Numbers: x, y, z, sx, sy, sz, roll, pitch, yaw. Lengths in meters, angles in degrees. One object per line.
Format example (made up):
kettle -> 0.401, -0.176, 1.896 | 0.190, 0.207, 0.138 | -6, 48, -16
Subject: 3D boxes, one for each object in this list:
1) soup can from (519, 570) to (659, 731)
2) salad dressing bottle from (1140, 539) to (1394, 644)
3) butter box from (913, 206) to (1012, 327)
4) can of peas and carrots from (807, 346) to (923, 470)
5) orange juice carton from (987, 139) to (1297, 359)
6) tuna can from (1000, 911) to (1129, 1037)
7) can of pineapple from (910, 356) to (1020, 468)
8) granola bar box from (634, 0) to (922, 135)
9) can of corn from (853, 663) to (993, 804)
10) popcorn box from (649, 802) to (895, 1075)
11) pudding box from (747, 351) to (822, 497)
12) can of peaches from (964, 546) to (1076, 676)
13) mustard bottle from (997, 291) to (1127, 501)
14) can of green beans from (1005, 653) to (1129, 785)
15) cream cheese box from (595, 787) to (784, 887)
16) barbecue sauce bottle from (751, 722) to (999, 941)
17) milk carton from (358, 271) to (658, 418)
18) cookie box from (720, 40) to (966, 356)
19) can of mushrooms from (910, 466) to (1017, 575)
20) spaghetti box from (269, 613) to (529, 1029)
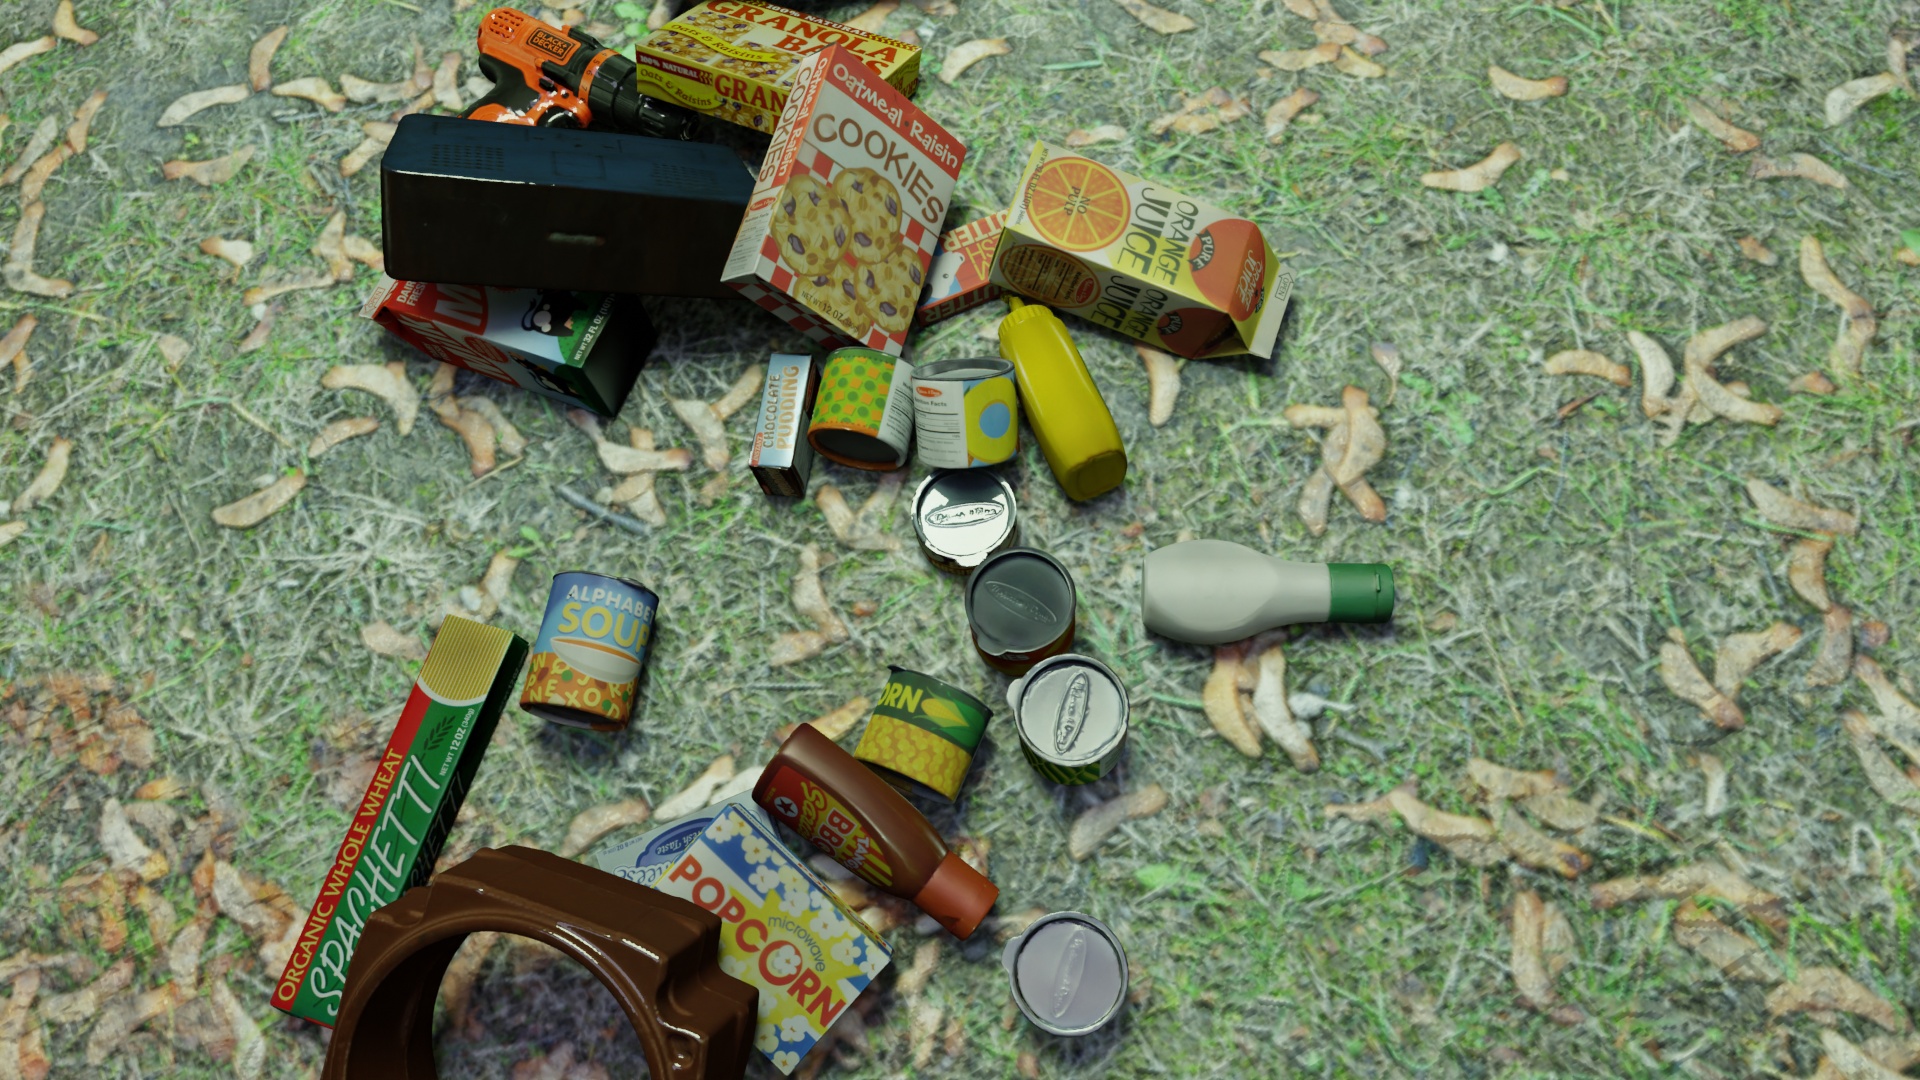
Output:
soup can -> -0.225, 0.068, 0.848 | 0.071, 0.071, 0.084 | 6, 70, 7
salad dressing bottle -> 0.185, 0.032, 0.844 | 0.148, 0.043, 0.064 | 1, 66, 4
butter box -> 0.008, -0.191, 0.958 | 0.103, 0.024, 0.053 | -22, 67, -4
can of peas and carrots -> -0.063, -0.084, 0.899 | 0.071, 0.070, 0.059 | 9, 70, 8
orange juice carton -> 0.122, -0.181, 0.907 | 0.193, 0.072, 0.072 | 20, 70, -2
tuna can -> 0.058, 0.241, 0.774 | 0.071, 0.032, 0.071 | -2, 68, 4
can of pineapple -> 0.005, -0.082, 0.879 | 0.071, 0.071, 0.057 | -3, 108, 4
granola bar box -> -0.128, -0.337, 0.995 | 0.166, 0.038, 0.125 | 20, 43, 12
can of corn -> -0.024, 0.114, 0.813 | 0.071, 0.071, 0.058 | 20, 72, 12
popcorn box -> -0.111, 0.220, 0.776 | 0.127, 0.038, 0.085 | 42, 83, 5
pudding box -> -0.112, -0.076, 0.908 | 0.030, 0.049, 0.084 | 5, 69, 8
can of peaches -> 0.036, 0.046, 0.842 | 0.071, 0.058, 0.071 | -1, 69, 4
mustard bottle -> 0.059, -0.104, 0.899 | 0.049, 0.065, 0.161 | -21, 63, -1
can of green beans -> 0.065, 0.106, 0.815 | 0.071, 0.057, 0.071 | -2, 68, 4
cream cheese box -> -0.156, 0.189, 0.818 | 0.104, 0.024, 0.053 | -22, 69, -4
barbecue sauce bottle -> -0.047, 0.169, 0.794 | 0.148, 0.064, 0.044 | 36, 44, 4
milk carton -> -0.313, -0.155, 0.944 | 0.191, 0.073, 0.072 | 19, 71, 12
cookie box -> -0.070, -0.213, 0.896 | 0.040, 0.123, 0.168 | 0, 67, 47
can of mushrooms -> 0.003, -0.011, 0.881 | 0.071, 0.033, 0.071 | -1, 68, 4
spaghetti box -> -0.335, 0.167, 0.839 | 0.050, 0.028, 0.251 | 14, 70, 11
